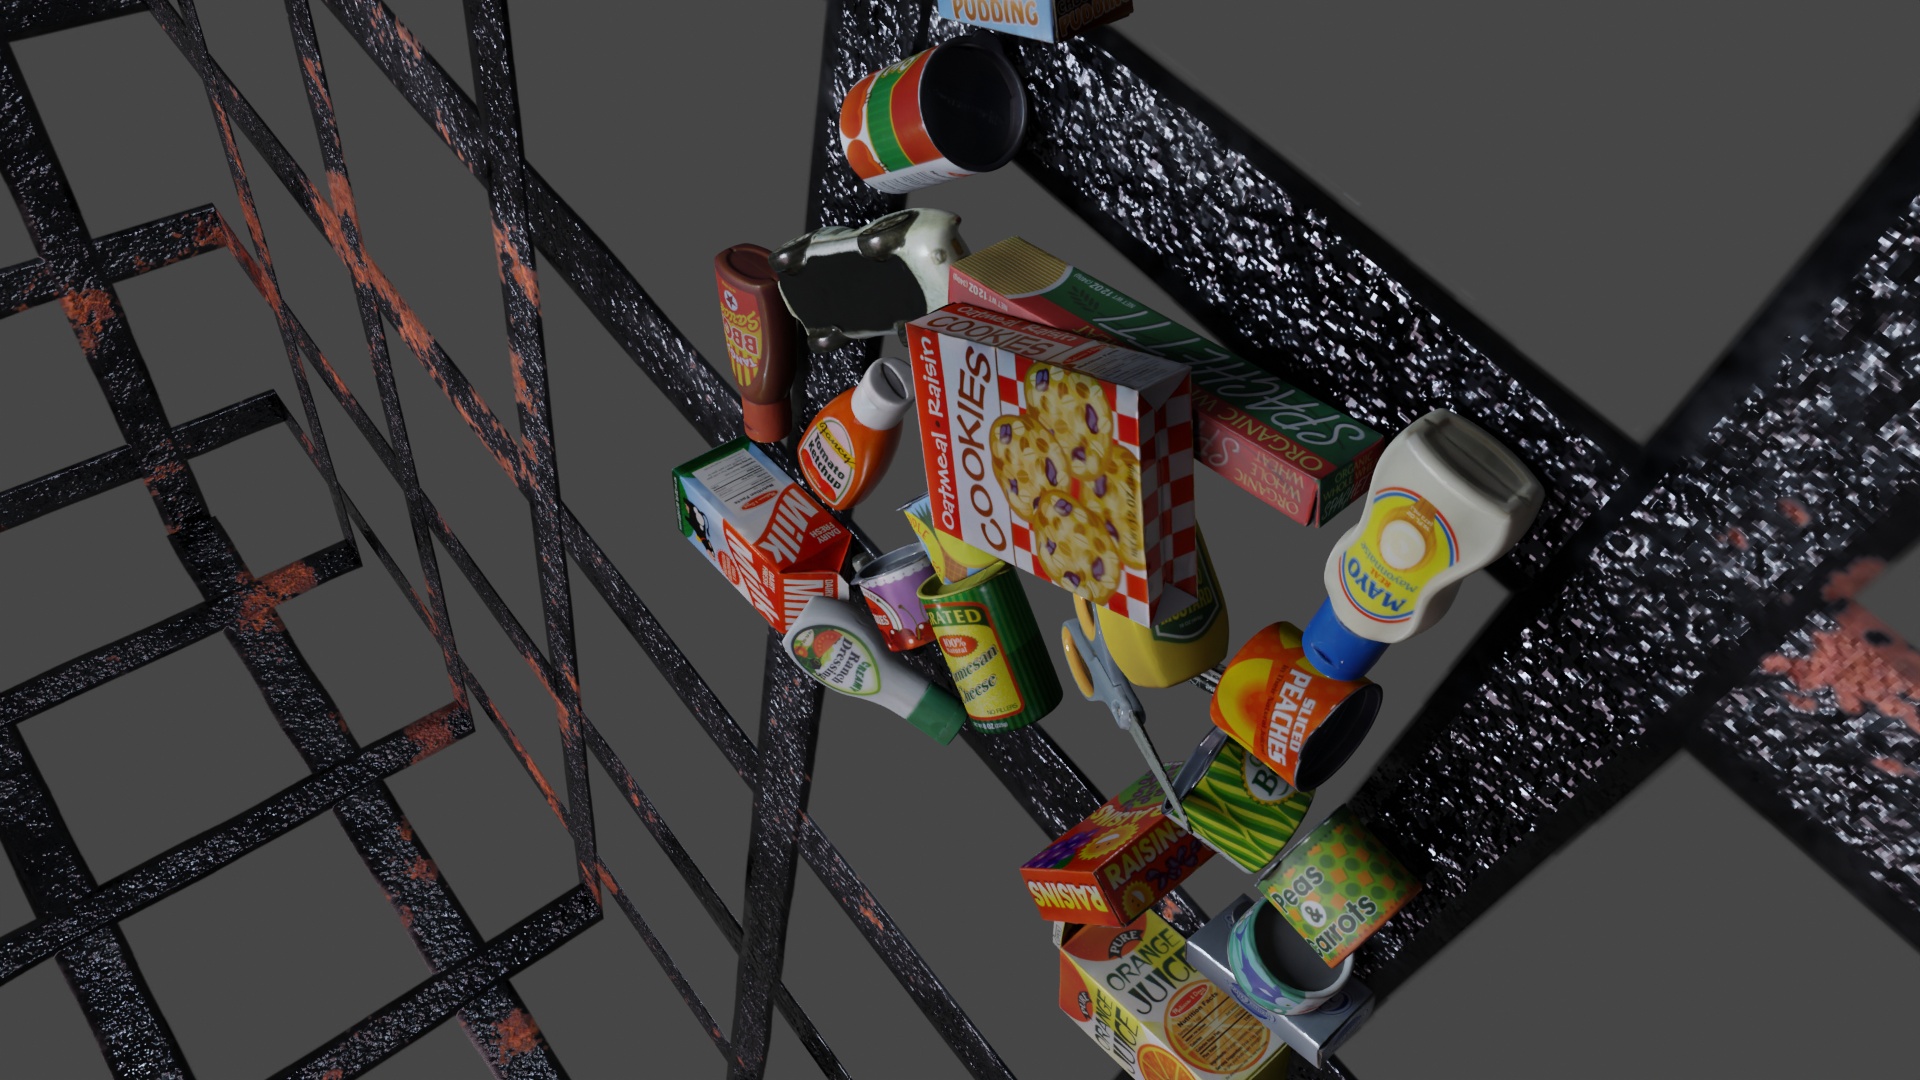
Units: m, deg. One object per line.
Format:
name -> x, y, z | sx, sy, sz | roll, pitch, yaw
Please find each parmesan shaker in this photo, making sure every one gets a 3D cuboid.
parmesan shaker -> 0.023, 0.067, 0.914 | 0.071, 0.071, 0.103 | 0, 116, 57

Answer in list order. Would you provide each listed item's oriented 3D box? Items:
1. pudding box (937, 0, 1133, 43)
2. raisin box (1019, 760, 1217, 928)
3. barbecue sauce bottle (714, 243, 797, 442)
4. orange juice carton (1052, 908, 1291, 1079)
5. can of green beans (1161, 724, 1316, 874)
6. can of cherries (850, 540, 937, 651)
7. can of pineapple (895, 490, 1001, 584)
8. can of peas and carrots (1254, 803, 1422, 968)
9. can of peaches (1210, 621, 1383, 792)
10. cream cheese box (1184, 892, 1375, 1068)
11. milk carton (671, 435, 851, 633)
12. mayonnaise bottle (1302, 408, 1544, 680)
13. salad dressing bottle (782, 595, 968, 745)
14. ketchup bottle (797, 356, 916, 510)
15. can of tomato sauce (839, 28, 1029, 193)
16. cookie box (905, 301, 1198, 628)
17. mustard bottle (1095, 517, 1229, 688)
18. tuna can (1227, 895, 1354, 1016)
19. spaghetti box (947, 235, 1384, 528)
pudding box -> 0.033, -0.253, 0.631 | 0.084, 0.050, 0.030 | 32, 142, 41
raisin box -> 0.107, 0.177, 0.819 | 0.086, 0.124, 0.040 | -20, 98, 60
barbecue sauce bottle -> -0.145, -0.139, 1.015 | 0.065, 0.044, 0.147 | 38, 144, 33
orange juice carton -> 0.130, 0.316, 0.957 | 0.193, 0.073, 0.071 | 35, 142, 38
can of green beans -> 0.152, 0.139, 0.760 | 0.058, 0.071, 0.071 | 35, 147, 4
can of cherries -> -0.035, 0.039, 0.971 | 0.071, 0.072, 0.058 | -4, 113, 58
can of pineapple -> 0.003, -0.011, 0.871 | 0.058, 0.071, 0.071 | 62, 151, -4
can of peas and carrots -> 0.199, 0.184, 0.736 | 0.059, 0.071, 0.070 | 47, 148, 21
can of peaches -> 0.167, 0.082, 0.697 | 0.058, 0.071, 0.070 | 39, 144, 34
cream cheese box -> 0.191, 0.262, 0.835 | 0.104, 0.053, 0.024 | 33, 143, 39
milk carton -> -0.148, 0.004, 1.115 | 0.191, 0.074, 0.072 | 40, 144, 31
mayonnaise bottle -> 0.196, 0.011, 0.618 | 0.065, 0.041, 0.147 | 46, 147, 21
salad dressing bottle -> -0.062, 0.099, 1.046 | 0.147, 0.044, 0.064 | 34, 118, -3
ketchup bottle -> -0.068, -0.076, 0.951 | 0.065, 0.044, 0.148 | 56, 150, 7
can of tomato sauce -> -0.015, -0.220, 0.719 | 0.083, 0.071, 0.071 | 6, 121, 56
cookie box -> 0.044, -0.043, 0.698 | 0.167, 0.040, 0.122 | 25, 131, 46
mustard bottle -> 0.096, -0.003, 0.742 | 0.049, 0.065, 0.160 | 2, 112, 61
tuna can -> 0.189, 0.234, 0.801 | 0.071, 0.071, 0.032 | 49, 148, 19
spaghetti box -> 0.093, -0.086, 0.685 | 0.250, 0.050, 0.028 | 37, 144, 35
